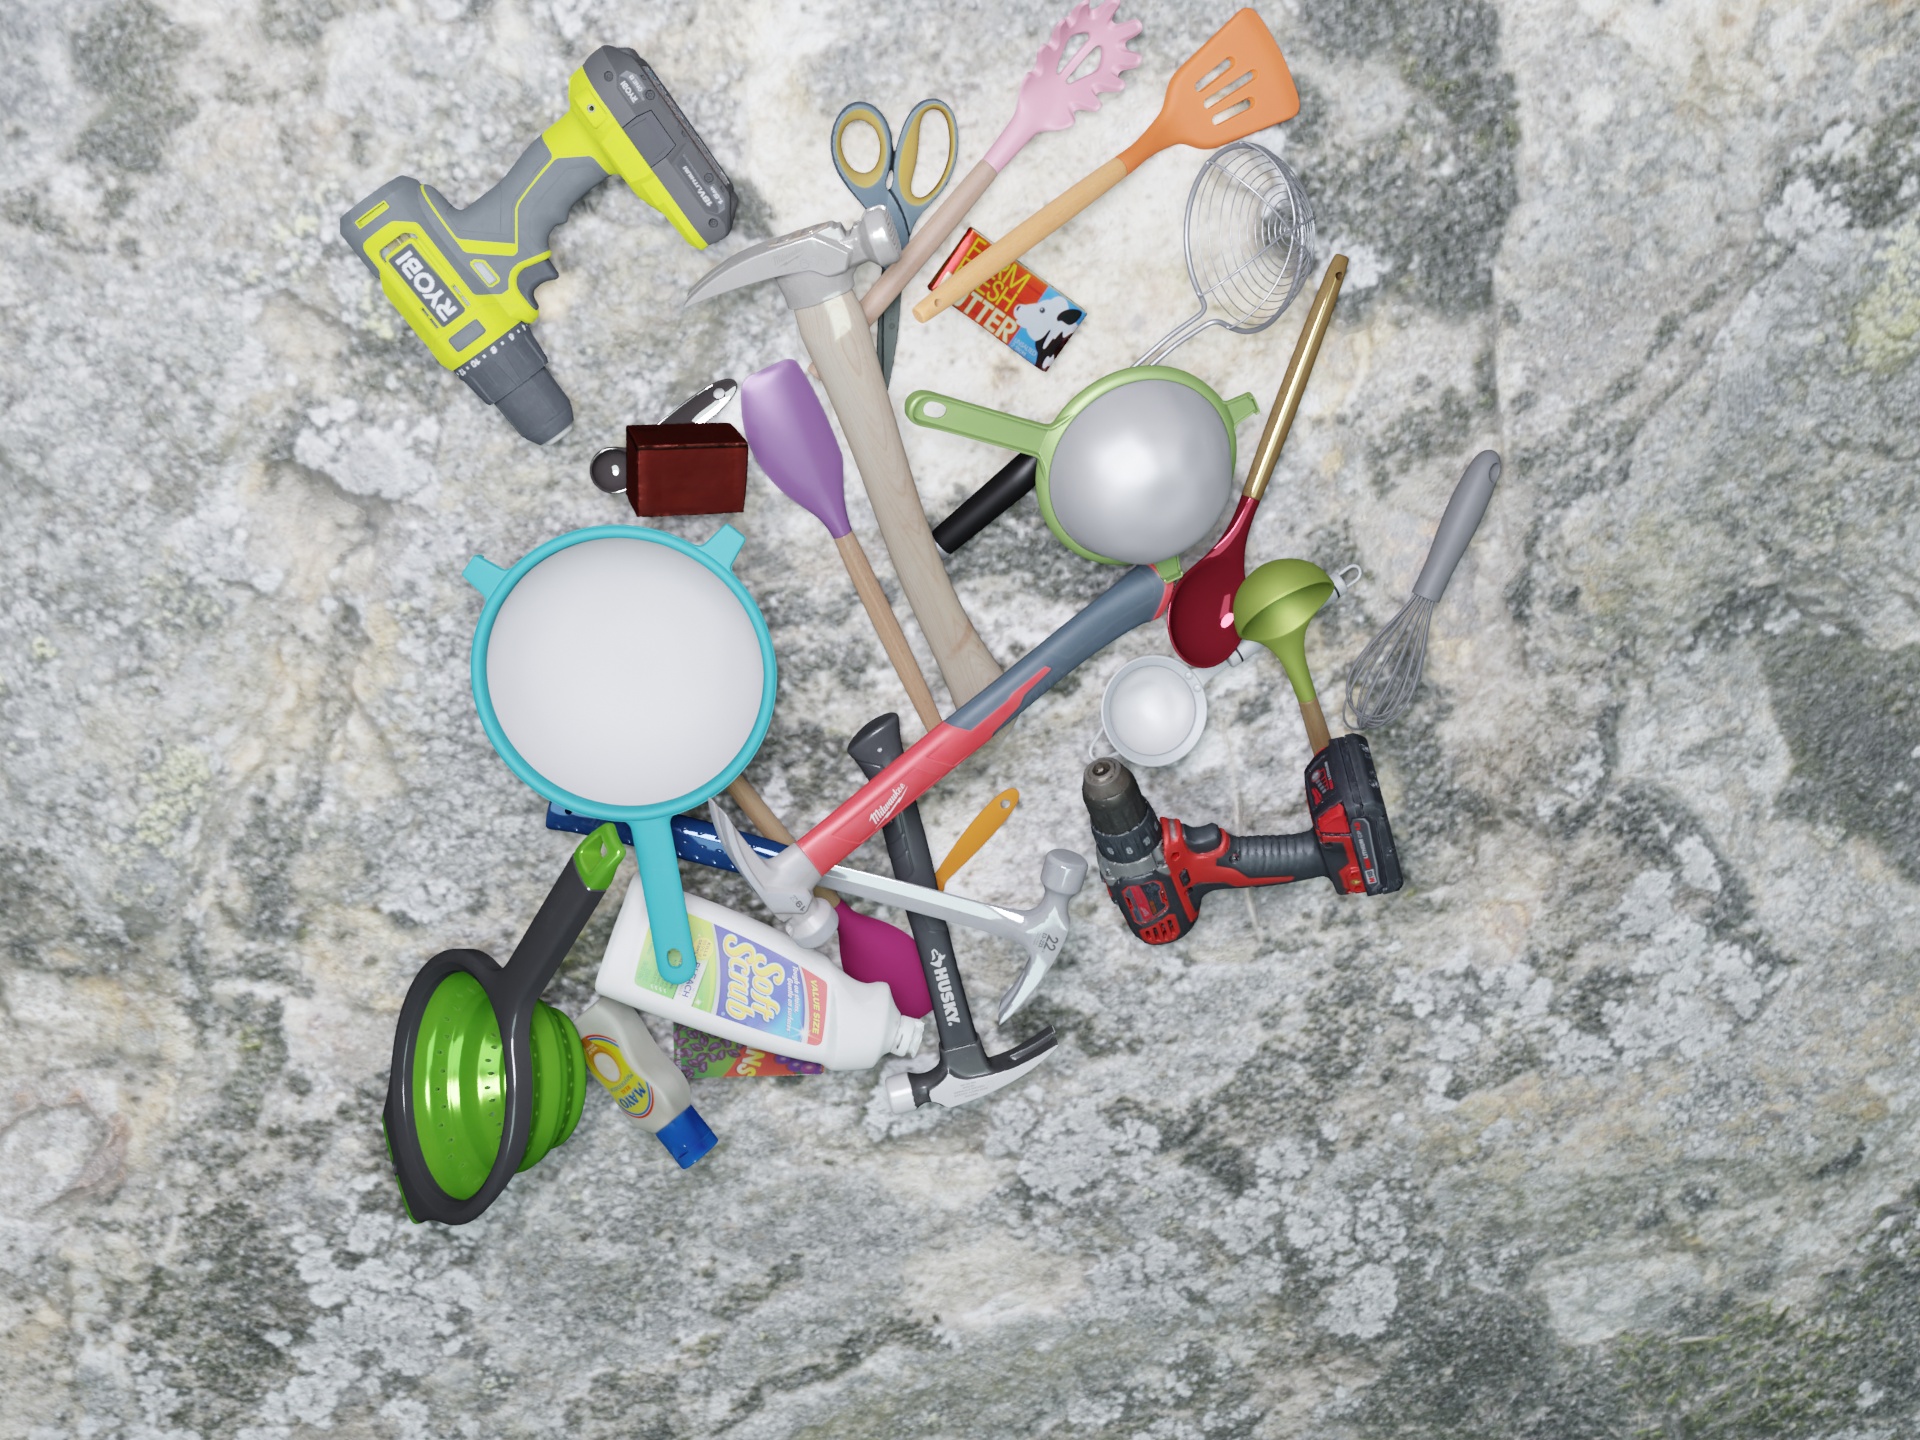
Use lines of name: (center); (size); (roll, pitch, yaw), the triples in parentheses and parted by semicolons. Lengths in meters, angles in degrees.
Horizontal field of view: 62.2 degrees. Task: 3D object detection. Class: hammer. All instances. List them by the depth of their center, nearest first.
hammer: (-0.053, -0.148, 1.132); (0.146, 0.038, 0.410); (-16, 122, 9)
hammer: (-0.002, -0.004, 1.158); (0.386, 0.038, 0.143); (-39, 126, -11)
hammer: (-0.116, 0.121, 1.220); (0.405, 0.035, 0.144); (15, 106, -3)
hammer: (-0.023, 0.153, 1.268); (0.146, 0.035, 0.334); (-14, 107, -2)

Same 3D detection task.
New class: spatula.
spatula: (0.094, -0.361, 1.067); (0.322, 0.041, 0.081); (-40, 113, -16)
spatula: (-0.079, -0.114, 1.180); (0.060, 0.018, 0.315); (-27, 111, -4)

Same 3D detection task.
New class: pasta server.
pasta server: (0.003, -0.354, 1.078); (0.060, 0.040, 0.316); (39, 97, -21)

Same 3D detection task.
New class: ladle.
ladle: (0.224, -0.190, 1.178); (0.069, 0.031, 0.315); (15, 102, -22)
ladle: (0.281, 0.008, 1.235); (0.078, 0.062, 0.319); (-25, 123, 0)

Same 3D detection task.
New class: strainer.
strainer: (0.085, -0.175, 1.086); (0.256, 0.069, 0.151); (11, 117, -24)
strainer: (-0.228, 0.020, 1.160); (0.211, 0.095, 0.340); (-7, 106, -1)
strainer: (0.204, -0.046, 1.235); (0.258, 0.050, 0.087); (-34, 100, 0)

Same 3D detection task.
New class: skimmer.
skimmer: (0.105, -0.255, 1.144); (0.363, 0.090, 0.127); (-39, 132, 19)

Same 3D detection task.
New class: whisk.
whisk: (0.359, -0.098, 1.235); (0.055, 0.055, 0.239); (19, 103, -14)

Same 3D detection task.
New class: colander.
colander: (-0.312, 0.221, 1.191); (0.094, 0.205, 0.397); (6, 130, -43)

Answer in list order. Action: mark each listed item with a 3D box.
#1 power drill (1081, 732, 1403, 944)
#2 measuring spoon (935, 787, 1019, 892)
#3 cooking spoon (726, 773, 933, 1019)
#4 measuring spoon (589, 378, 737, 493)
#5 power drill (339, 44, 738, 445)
power drill: (0.212, 0.081, 1.228); (0.226, 0.080, 0.187); (-15, 130, 13)
measuring spoon: (0.009, 0.100, 1.278); (0.021, 0.011, 0.117); (36, 102, -19)
cooking spoon: (-0.116, 0.129, 1.268); (0.069, 0.017, 0.318); (-34, 112, 5)
measuring spoon: (-0.211, -0.206, 1.132); (0.124, 0.018, 0.034); (-36, 124, -1)
power drill: (-0.262, -0.311, 1.051); (0.228, 0.080, 0.190); (-33, 111, 8)
